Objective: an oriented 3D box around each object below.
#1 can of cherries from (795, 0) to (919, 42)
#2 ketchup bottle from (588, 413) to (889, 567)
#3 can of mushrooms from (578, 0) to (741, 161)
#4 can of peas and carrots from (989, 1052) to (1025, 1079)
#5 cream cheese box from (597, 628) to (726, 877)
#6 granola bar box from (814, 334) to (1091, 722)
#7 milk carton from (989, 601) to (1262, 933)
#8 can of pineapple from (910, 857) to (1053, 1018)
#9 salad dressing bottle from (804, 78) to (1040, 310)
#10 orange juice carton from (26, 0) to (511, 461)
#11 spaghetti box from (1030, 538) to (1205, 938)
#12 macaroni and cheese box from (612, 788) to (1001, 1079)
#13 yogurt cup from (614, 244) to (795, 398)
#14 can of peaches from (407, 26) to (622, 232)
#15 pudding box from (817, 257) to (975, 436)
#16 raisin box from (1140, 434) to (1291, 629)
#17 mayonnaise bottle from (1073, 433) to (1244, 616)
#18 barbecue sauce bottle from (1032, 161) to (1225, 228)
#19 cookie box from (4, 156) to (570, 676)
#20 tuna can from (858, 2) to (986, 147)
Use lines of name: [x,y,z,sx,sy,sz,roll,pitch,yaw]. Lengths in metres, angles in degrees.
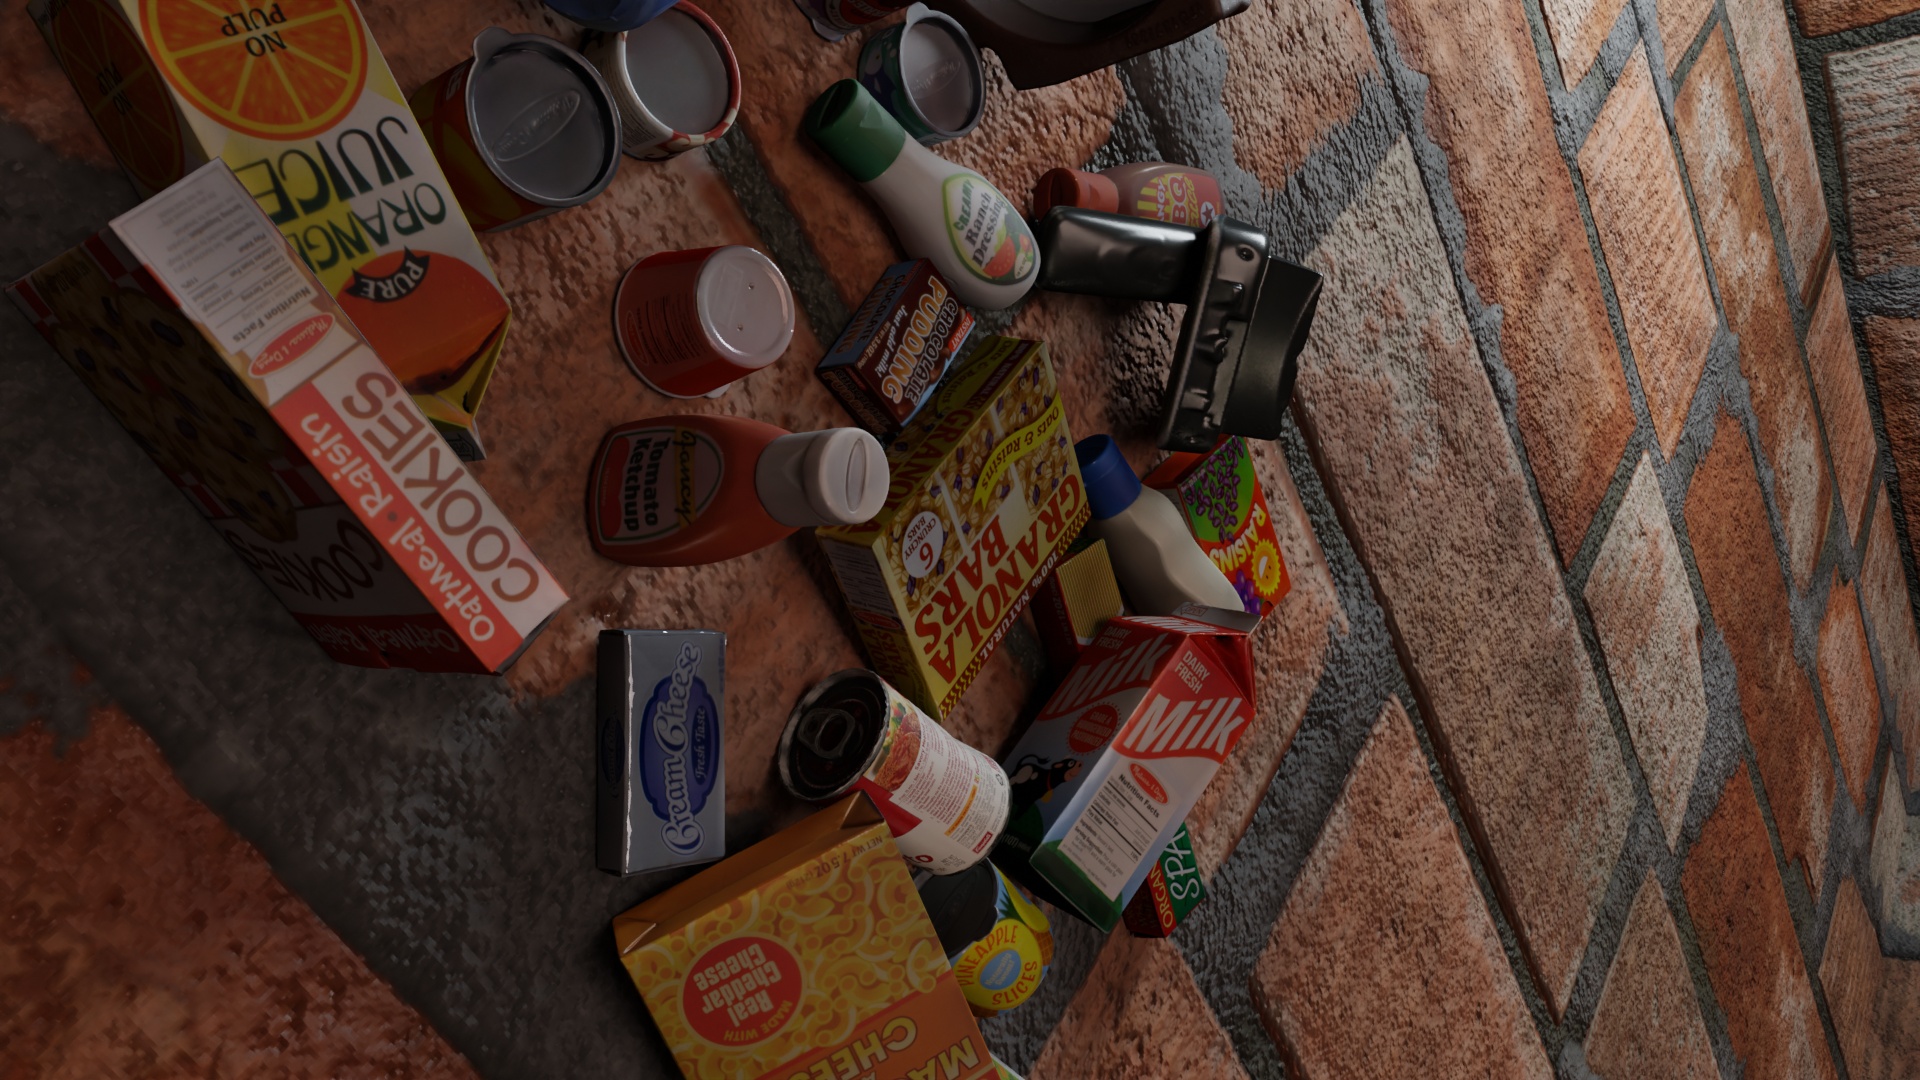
can of cherries: [-0.047,-0.292,0.694,0.071,0.058,0.071,4,84,-46]
ketchup bottle: [-0.092,-0.022,0.564,0.043,0.148,0.065,14,78,-46]
can of mushrooms: [-0.132,-0.206,0.618,0.071,0.033,0.071,4,84,-45]
can of peas and carrots: [0.004,0.295,0.702,0.058,0.071,0.071,48,55,-32]
cream cheese box: [-0.130,0.090,0.607,0.053,0.024,0.104,3,85,-46]
granola bar box: [0.003,-0.009,0.721,0.166,0.039,0.123,-52,138,-34]
milk carton: [0.093,0.110,0.768,0.073,0.072,0.191,47,71,-26]
can of pineapple: [0.007,0.202,0.710,0.057,0.071,0.071,50,55,-32]
salad dressing bottle: [-0.018,-0.179,0.727,0.147,0.044,0.064,36,64,-39]
orange juice carton: [-0.227,-0.111,0.485,0.073,0.071,0.192,-39,115,-40]
spaghetti box: [0.095,0.121,0.836,0.050,0.028,0.249,-30,109,-42]
macaroni and cheese box: [-0.062,0.214,0.619,0.124,0.040,0.166,-26,108,-12]
yogurt cup: [-0.111,-0.100,0.618,0.072,0.054,0.072,4,84,-45]
can of peaches: [-0.179,-0.161,0.548,0.071,0.058,0.071,3,85,-45]
pudding box: [-0.032,-0.100,0.717,0.049,0.030,0.084,52,54,-32]
raisin box: [0.169,-0.001,0.914,0.086,0.040,0.123,-39,116,-41]
mayonnaise bottle: [0.112,0.002,0.840,0.147,0.064,0.041,53,55,-25]
barbecue sauce bottle: [0.106,-0.204,0.858,0.149,0.043,0.064,-6,99,-46]
cookie box: [-0.218,-0.029,0.451,0.040,0.123,0.167,-50,122,-34]
tuna can: [-0.021,-0.245,0.736,0.071,0.033,0.071,4,85,-46]
